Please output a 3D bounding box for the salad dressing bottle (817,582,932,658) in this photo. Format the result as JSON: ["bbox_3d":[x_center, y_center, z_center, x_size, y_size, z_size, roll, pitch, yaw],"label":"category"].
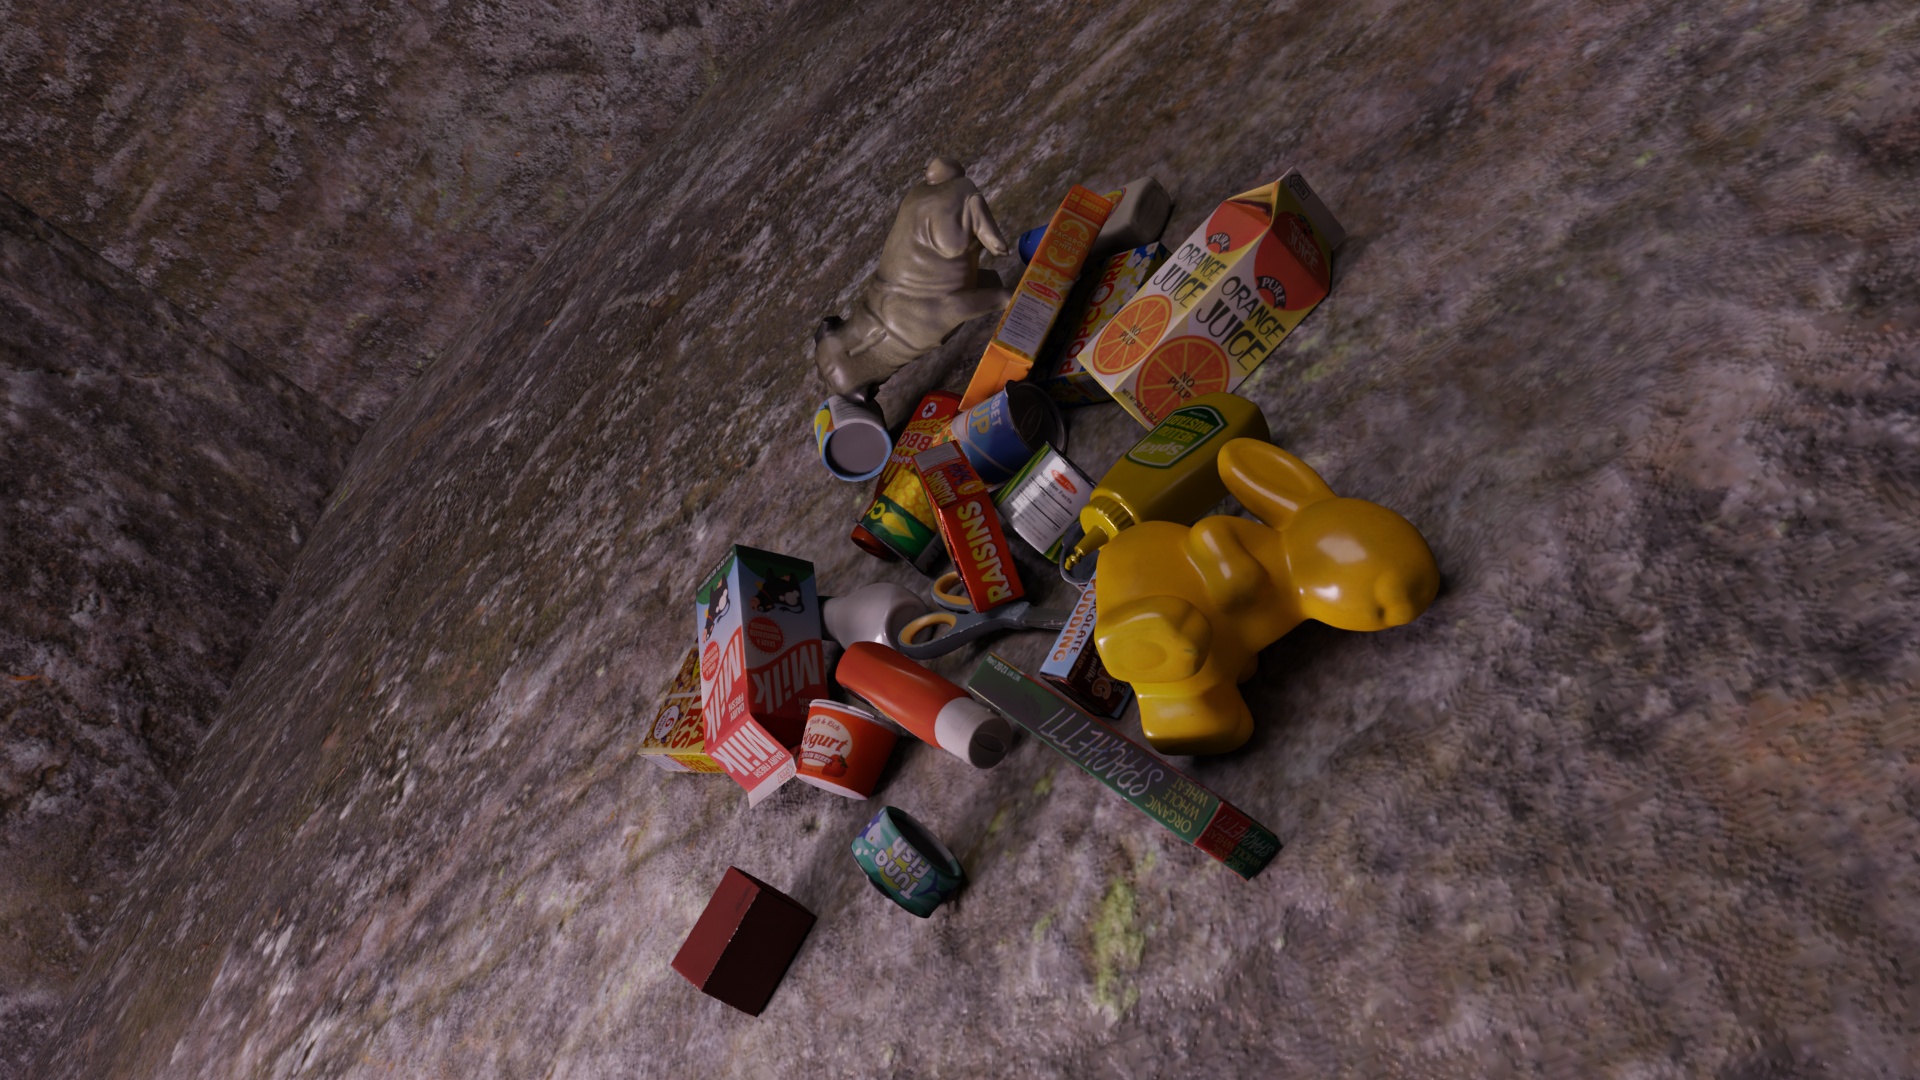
[{"bbox_3d":[-0.079,0.063,1.087,0.147,0.044,0.064,1,63,56],"label":"salad dressing bottle"}]

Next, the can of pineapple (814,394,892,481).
[{"bbox_3d":[-0.098,-0.094,1.268,0.071,0.071,0.058,-43,30,14],"label":"can of pineapple"}]

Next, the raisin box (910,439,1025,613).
[{"bbox_3d":[0.004,-0.012,0.992,0.040,0.085,0.124,-21,23,-3],"label":"raisin box"}]

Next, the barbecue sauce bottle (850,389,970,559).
[{"bbox_3d":[-0.039,-0.055,1.162,0.065,0.043,0.149,14,68,50],"label":"barbecue sauce bottle"}]

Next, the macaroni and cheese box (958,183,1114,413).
[{"bbox_3d":[0.059,-0.188,1.120,0.167,0.040,0.123,-64,2,-23],"label":"macaroni and cheese box"}]

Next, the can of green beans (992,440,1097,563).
[{"bbox_3d":[0.065,-0.026,0.964,0.057,0.071,0.071,-47,29,8],"label":"can of green beans"}]

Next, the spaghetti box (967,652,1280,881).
[{"bbox_3d":[0.082,0.121,0.791,0.029,0.050,0.250,-56,30,-4],"label":"spaghetti box"}]

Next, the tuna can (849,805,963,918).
[{"bbox_3d":[-0.033,0.195,0.846,0.033,0.071,0.071,-49,29,3],"label":"tuna can"}]

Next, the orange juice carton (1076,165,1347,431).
[{"bbox_3d":[0.179,-0.162,0.954,0.192,0.071,0.073,-46,30,9],"label":"orange juice carton"}]

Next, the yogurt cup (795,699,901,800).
[{"bbox_3d":[-0.081,0.148,0.975,0.072,0.072,0.054,-5,61,52],"label":"yogurt cup"}]

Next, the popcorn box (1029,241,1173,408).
[{"bbox_3d":[0.115,-0.166,1.080,0.085,0.038,0.127,-6,52,53],"label":"popcorn box"}]

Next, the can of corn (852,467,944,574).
[{"bbox_3d":[-0.039,-0.017,1.093,0.058,0.071,0.071,-52,29,-4],"label":"can of corn"}]

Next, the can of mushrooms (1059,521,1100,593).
[{"bbox_3d":[0.099,0.008,0.911,0.071,0.033,0.071,-34,34,28],"label":"can of mushrooms"}]

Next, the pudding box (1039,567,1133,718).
[{"bbox_3d":[0.091,0.061,0.848,0.030,0.049,0.084,5,60,58],"label":"pudding box"}]

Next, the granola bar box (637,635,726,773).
[{"bbox_3d":[-0.197,0.118,1.190,0.124,0.039,0.166,-11,48,49],"label":"granola bar box"}]

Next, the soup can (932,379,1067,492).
[{"bbox_3d":[0.028,-0.079,1.069,0.083,0.071,0.072,-25,38,38],"label":"soup can"}]

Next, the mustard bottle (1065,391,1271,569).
[{"bbox_3d":[0.122,-0.033,0.861,0.161,0.048,0.065,-39,34,-23],"label":"mustard bottle"}]

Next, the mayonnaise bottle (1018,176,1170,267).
[{"bbox_3d":[0.111,-0.266,1.195,0.148,0.041,0.065,-6,51,51],"label":"mayonnaise bottle"}]

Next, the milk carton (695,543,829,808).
[{"bbox_3d":[-0.152,0.105,1.071,0.072,0.073,0.191,-42,46,40],"label":"milk carton"}]

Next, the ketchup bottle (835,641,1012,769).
[{"bbox_3d":[-0.023,0.111,0.939,0.149,0.064,0.043,22,84,52],"label":"ketchup bottle"}]
